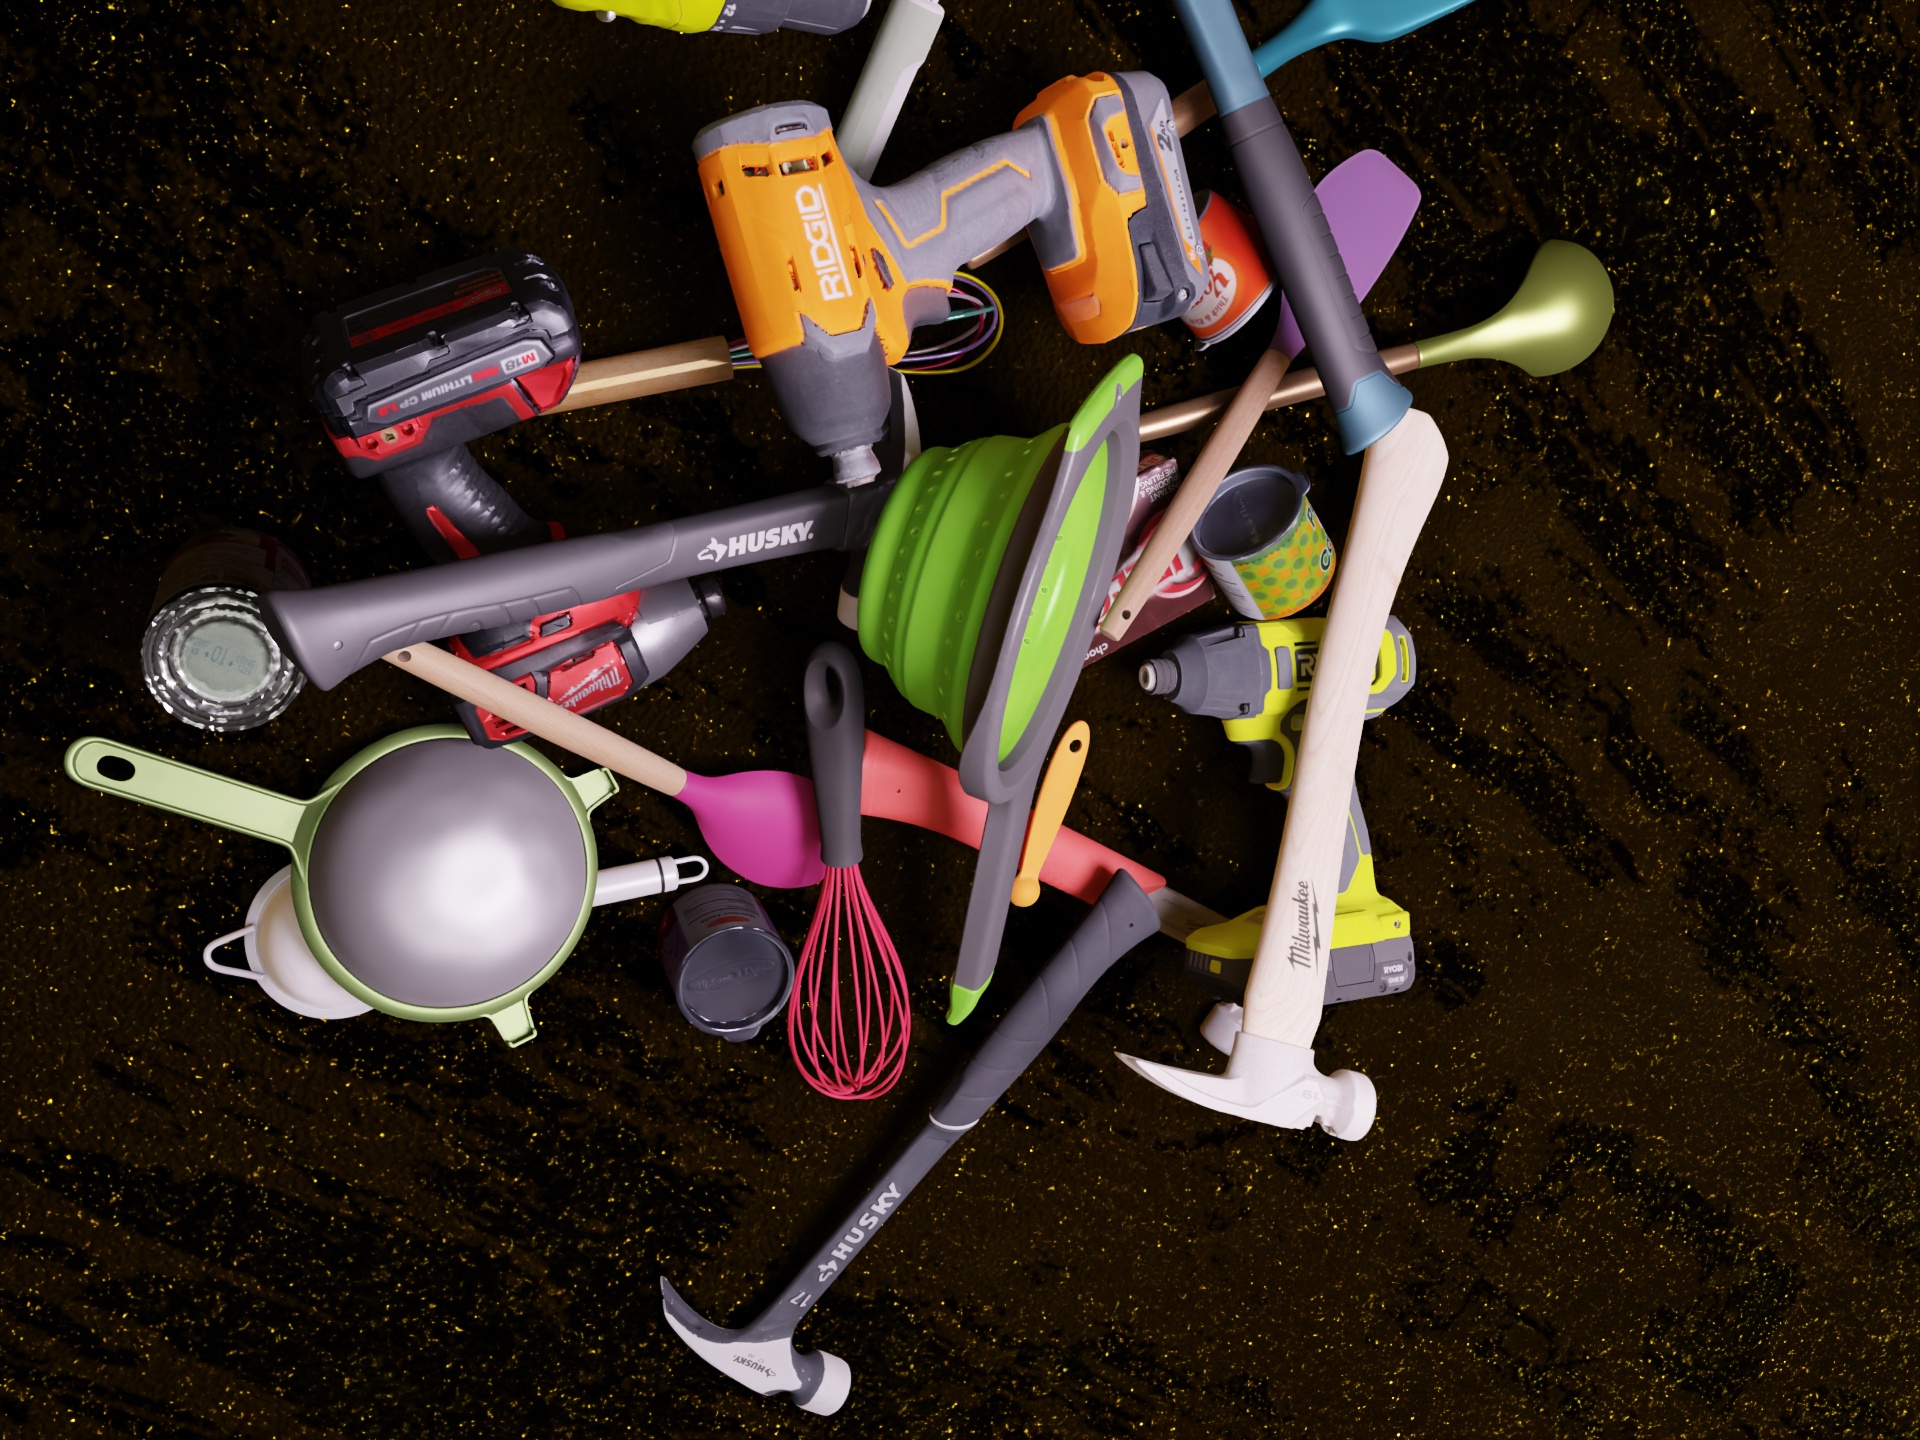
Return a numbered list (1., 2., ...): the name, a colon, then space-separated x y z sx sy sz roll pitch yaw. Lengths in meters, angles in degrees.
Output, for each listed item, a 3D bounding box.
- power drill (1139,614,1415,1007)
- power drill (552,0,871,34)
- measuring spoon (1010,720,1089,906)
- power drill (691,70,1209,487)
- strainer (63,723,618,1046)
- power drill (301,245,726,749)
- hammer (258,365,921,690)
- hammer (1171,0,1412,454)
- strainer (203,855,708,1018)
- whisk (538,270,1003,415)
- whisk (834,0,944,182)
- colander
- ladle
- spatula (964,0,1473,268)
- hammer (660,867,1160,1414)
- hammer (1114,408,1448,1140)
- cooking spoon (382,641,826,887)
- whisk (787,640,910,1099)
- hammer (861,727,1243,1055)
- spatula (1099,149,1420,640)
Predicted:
1. power drill: 0.190 0.052 0.944 0.171 0.080 0.223 -5 91 -21
2. power drill: -0.115 -0.414 0.674 0.190 0.080 0.228 -2 113 -30
3. measuring spoon: 0.053 0.055 0.911 0.021 0.011 0.117 11 105 -26
4. power drill: 0.002 -0.208 0.737 0.226 0.084 0.164 -20 101 -27
5. strainer: -0.290 0.057 0.760 0.256 0.069 0.151 22 77 -25
6. power drill: -0.201 -0.096 0.745 0.143 0.079 0.219 -23 130 -11
7. hammer: -0.146 -0.078 0.718 0.334 0.035 0.146 -19 131 -41
8. hammer: 0.149 -0.293 0.794 0.128 0.033 0.331 -26 99 -10
9. strainer: -0.258 0.101 0.835 0.258 0.050 0.087 -10 98 -21
10. whisk: -0.093 -0.181 0.790 0.245 0.051 0.047 -14 120 -13
11. whisk: -0.014 -0.339 0.733 0.059 0.058 0.246 31 117 5
12. colander: -0.001 -0.003 0.821 0.094 0.204 0.396 19 125 12
13. ladle: 0.230 -0.206 0.915 0.320 0.062 0.078 -16 120 -8
14. spatula: 0.132 -0.328 0.822 0.317 0.044 0.082 -35 99 -4
15. hammer: -0.020 0.252 0.965 0.149 0.036 0.409 34 101 -26
16. hammer: 0.198 0.017 0.892 0.146 0.038 0.411 16 81 -15
17. cooking spoon: -0.162 0.023 0.804 0.069 0.017 0.318 -50 136 7
18. whisk: -0.064 0.091 0.877 0.073 0.073 0.295 -10 119 -18
19. hammer: 0.084 0.084 0.962 0.358 0.037 0.149 28 97 -28
20. spatula: 0.159 -0.179 0.871 0.059 0.018 0.316 33 82 -16
